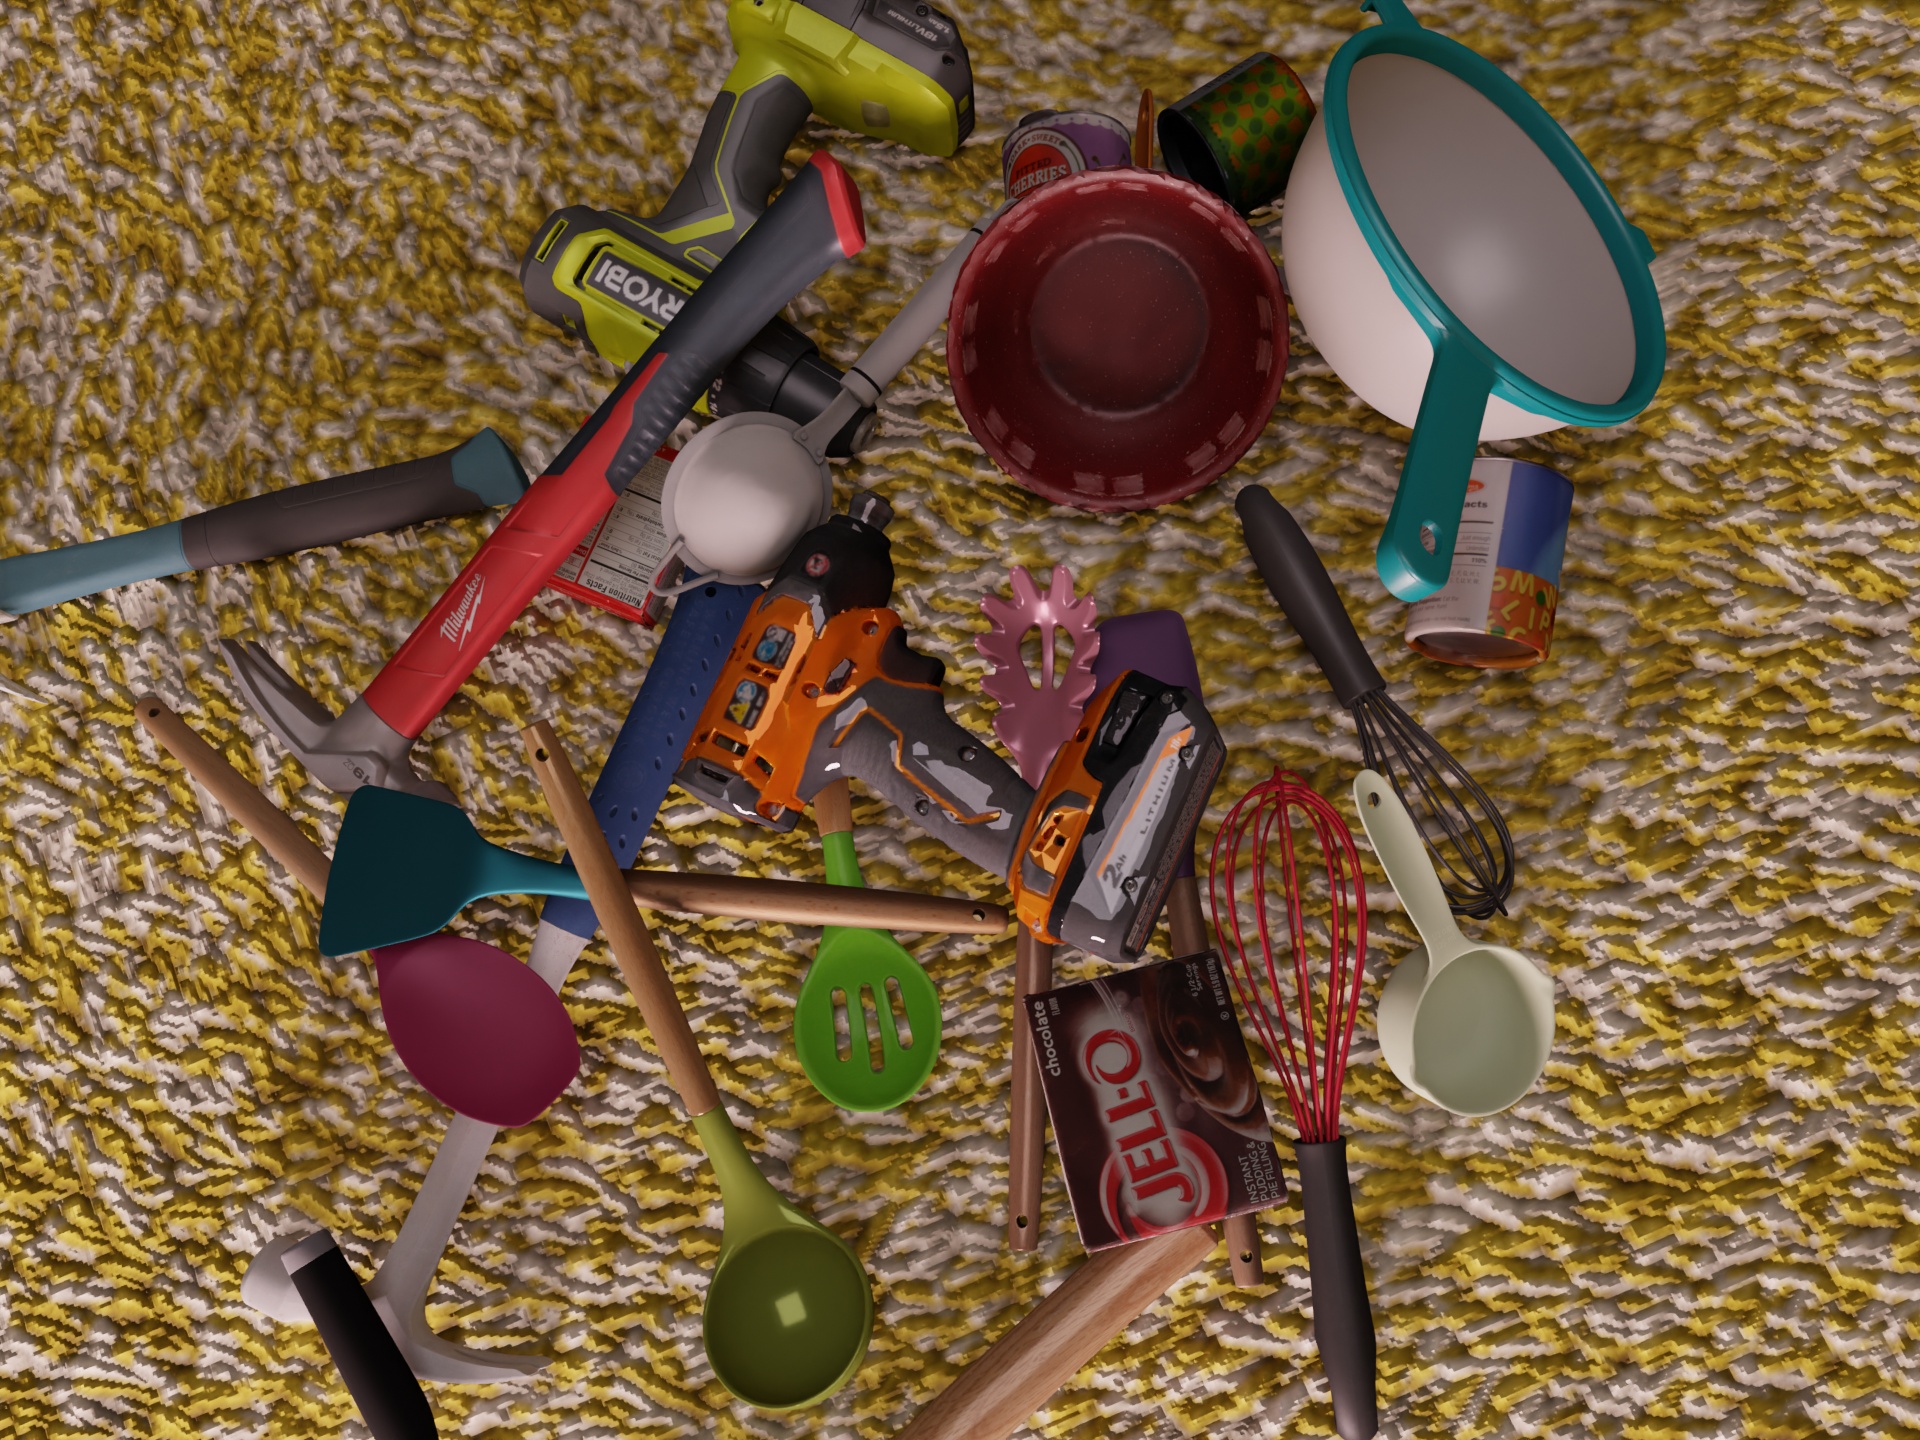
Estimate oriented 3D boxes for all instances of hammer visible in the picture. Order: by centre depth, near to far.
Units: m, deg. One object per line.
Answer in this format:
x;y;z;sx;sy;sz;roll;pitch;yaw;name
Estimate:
-0.020;0.327;0.702;0.331;0.031;0.130;-42;78;-5;hammer
-0.188;0.112;0.760;0.144;0.035;0.405;22;81;10;hammer
-0.193;-0.123;0.762;0.143;0.038;0.386;43;98;7;hammer
-0.385;-0.096;0.823;0.331;0.033;0.128;-13;76;2;hammer

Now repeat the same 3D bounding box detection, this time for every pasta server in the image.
0.034;0.084;0.745;0.060;0.040;0.316;0;79;13;pasta server

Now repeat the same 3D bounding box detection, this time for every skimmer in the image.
-0.215;0.391;0.659;0.127;0.090;0.363;-36;81;35;skimmer

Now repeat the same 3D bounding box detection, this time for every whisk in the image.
0.157;0.167;0.707;0.073;0.073;0.296;-6;83;4;whisk
0.191;-0.012;0.750;0.055;0.055;0.239;-26;72;-1;whisk

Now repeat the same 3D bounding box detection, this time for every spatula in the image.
-0.136;0.079;0.732;0.317;0.044;0.082;6;70;-2;spatula
0.105;0.100;0.745;0.060;0.018;0.316;-10;76;4;spatula

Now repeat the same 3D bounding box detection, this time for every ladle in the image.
-0.123;0.149;0.692;0.078;0.062;0.320;-23;96;1;ladle

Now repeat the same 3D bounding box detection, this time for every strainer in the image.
0.200;-0.161;0.702;0.211;0.095;0.341;36;52;-15;strainer
-0.053;-0.152;0.754;0.258;0.086;0.050;-50;39;-6;strainer

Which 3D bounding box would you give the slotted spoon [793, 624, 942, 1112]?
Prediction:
-0.061;0.030;0.771;0.070;0.031;0.314;-10;76;3;slotted spoon

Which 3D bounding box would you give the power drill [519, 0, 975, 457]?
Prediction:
-0.087;-0.259;0.810;0.190;0.080;0.228;30;84;6;power drill

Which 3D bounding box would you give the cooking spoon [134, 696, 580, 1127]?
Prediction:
-0.299;0.080;0.760;0.319;0.017;0.069;36;68;21;cooking spoon

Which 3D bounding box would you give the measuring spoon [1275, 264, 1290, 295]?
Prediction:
0.144;-0.224;0.815;0.124;0.018;0.034;11;76;14;measuring spoon

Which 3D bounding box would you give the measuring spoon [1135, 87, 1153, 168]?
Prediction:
0.099;-0.276;0.821;0.011;0.021;0.117;6;73;-14;measuring spoon

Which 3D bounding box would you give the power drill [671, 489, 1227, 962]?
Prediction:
-0.001;-0.002;0.712;0.226;0.084;0.164;22;84;18;power drill

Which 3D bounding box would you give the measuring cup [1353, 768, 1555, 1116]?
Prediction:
0.201;0.094;0.698;0.083;0.038;0.167;-30;101;-16;measuring cup
